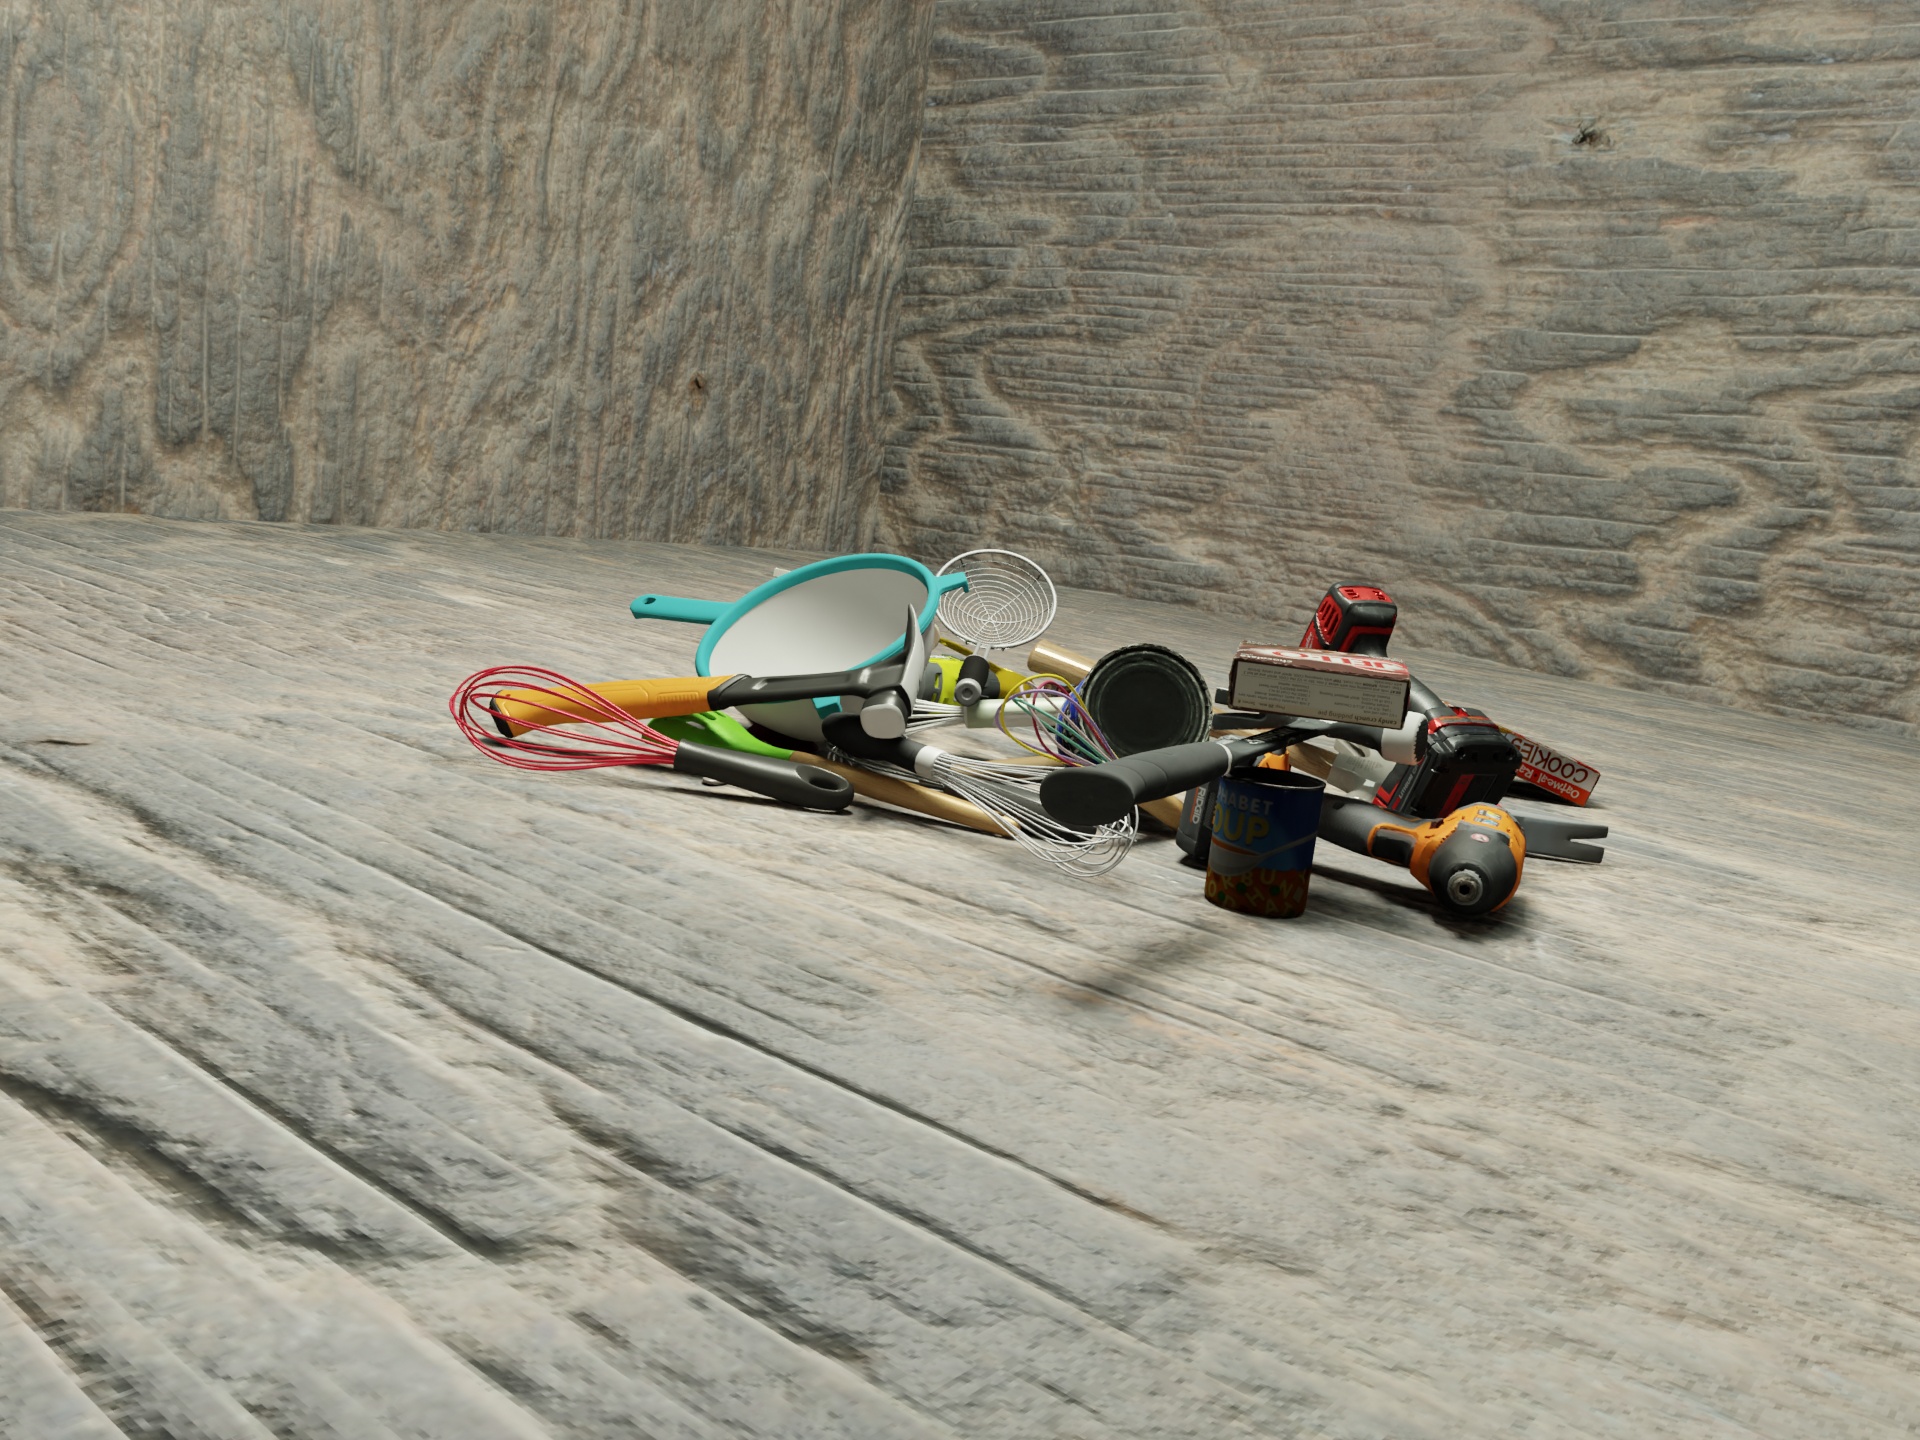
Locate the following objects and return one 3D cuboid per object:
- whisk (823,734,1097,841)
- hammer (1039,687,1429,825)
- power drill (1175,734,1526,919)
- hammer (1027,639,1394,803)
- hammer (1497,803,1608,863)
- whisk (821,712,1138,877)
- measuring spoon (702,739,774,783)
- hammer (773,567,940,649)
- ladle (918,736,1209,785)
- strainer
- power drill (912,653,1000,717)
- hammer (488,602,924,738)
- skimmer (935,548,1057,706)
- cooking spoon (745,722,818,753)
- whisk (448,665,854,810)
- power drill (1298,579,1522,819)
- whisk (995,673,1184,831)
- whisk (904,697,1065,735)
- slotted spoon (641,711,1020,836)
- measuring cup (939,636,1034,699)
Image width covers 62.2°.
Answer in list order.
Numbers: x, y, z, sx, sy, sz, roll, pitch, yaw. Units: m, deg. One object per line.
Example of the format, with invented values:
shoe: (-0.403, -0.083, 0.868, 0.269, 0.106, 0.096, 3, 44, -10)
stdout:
whisk: (-0.005, 0.046, 1.171, 0.239, 0.055, 0.055, 17, 13, 30)
hammer: (0.157, 0.019, 0.967, 0.149, 0.036, 0.409, 11, 11, 30)
power drill: (0.270, 0.077, 1.094, 0.226, 0.084, 0.164, 14, 11, 19)
hammer: (0.215, -0.002, 1.383, 0.331, 0.031, 0.130, 22, 31, 16)
hammer: (0.474, 0.063, 1.466, 0.143, 0.038, 0.386, 10, 9, 6)
whisk: (0.005, 0.038, 1.097, 0.285, 0.070, 0.070, 20, 15, 38)
measuring spoon: (-0.169, 0.031, 1.216, 0.034, 0.018, 0.124, 9, 10, 11)
hammer: (-0.101, -0.111, 1.608, 0.146, 0.038, 0.411, 12, 6, -14)
ladle: (0.092, 0.025, 1.352, 0.320, 0.062, 0.078, -4, 14, -40)
strainer: (-0.157, -0.055, 1.370, 0.340, 0.095, 0.211, 9, 42, 39)
power drill: (-0.084, -0.052, 1.628, 0.229, 0.080, 0.190, 15, 7, 28)
hammer: (-0.192, -0.025, 1.188, 0.337, 0.034, 0.127, -5, 37, 13)
skimmer: (0.024, -0.091, 1.471, 0.127, 0.090, 0.363, 12, 14, 2)
cooking spoon: (-0.184, -0.008, 1.447, 0.068, 0.017, 0.319, 5, 10, -17)
whisk: (-0.219, 0.020, 1.131, 0.296, 0.073, 0.073, 14, 9, 1)
power drill: (0.332, 0.004, 1.258, 0.078, 0.143, 0.220, 2, 38, -24)
whisk: (0.105, 0.028, 1.115, 0.051, 0.047, 0.244, 10, -16, 41)
whisk: (-0.002, -0.004, 1.389, 0.246, 0.057, 0.059, -2, 46, 4)
slotted spoon: (-0.100, 0.035, 1.171, 0.314, 0.031, 0.070, 16, 24, 21)
measuring cup: (0.019, -0.052, 1.698, 0.062, 0.029, 0.156, 10, -12, 44)
